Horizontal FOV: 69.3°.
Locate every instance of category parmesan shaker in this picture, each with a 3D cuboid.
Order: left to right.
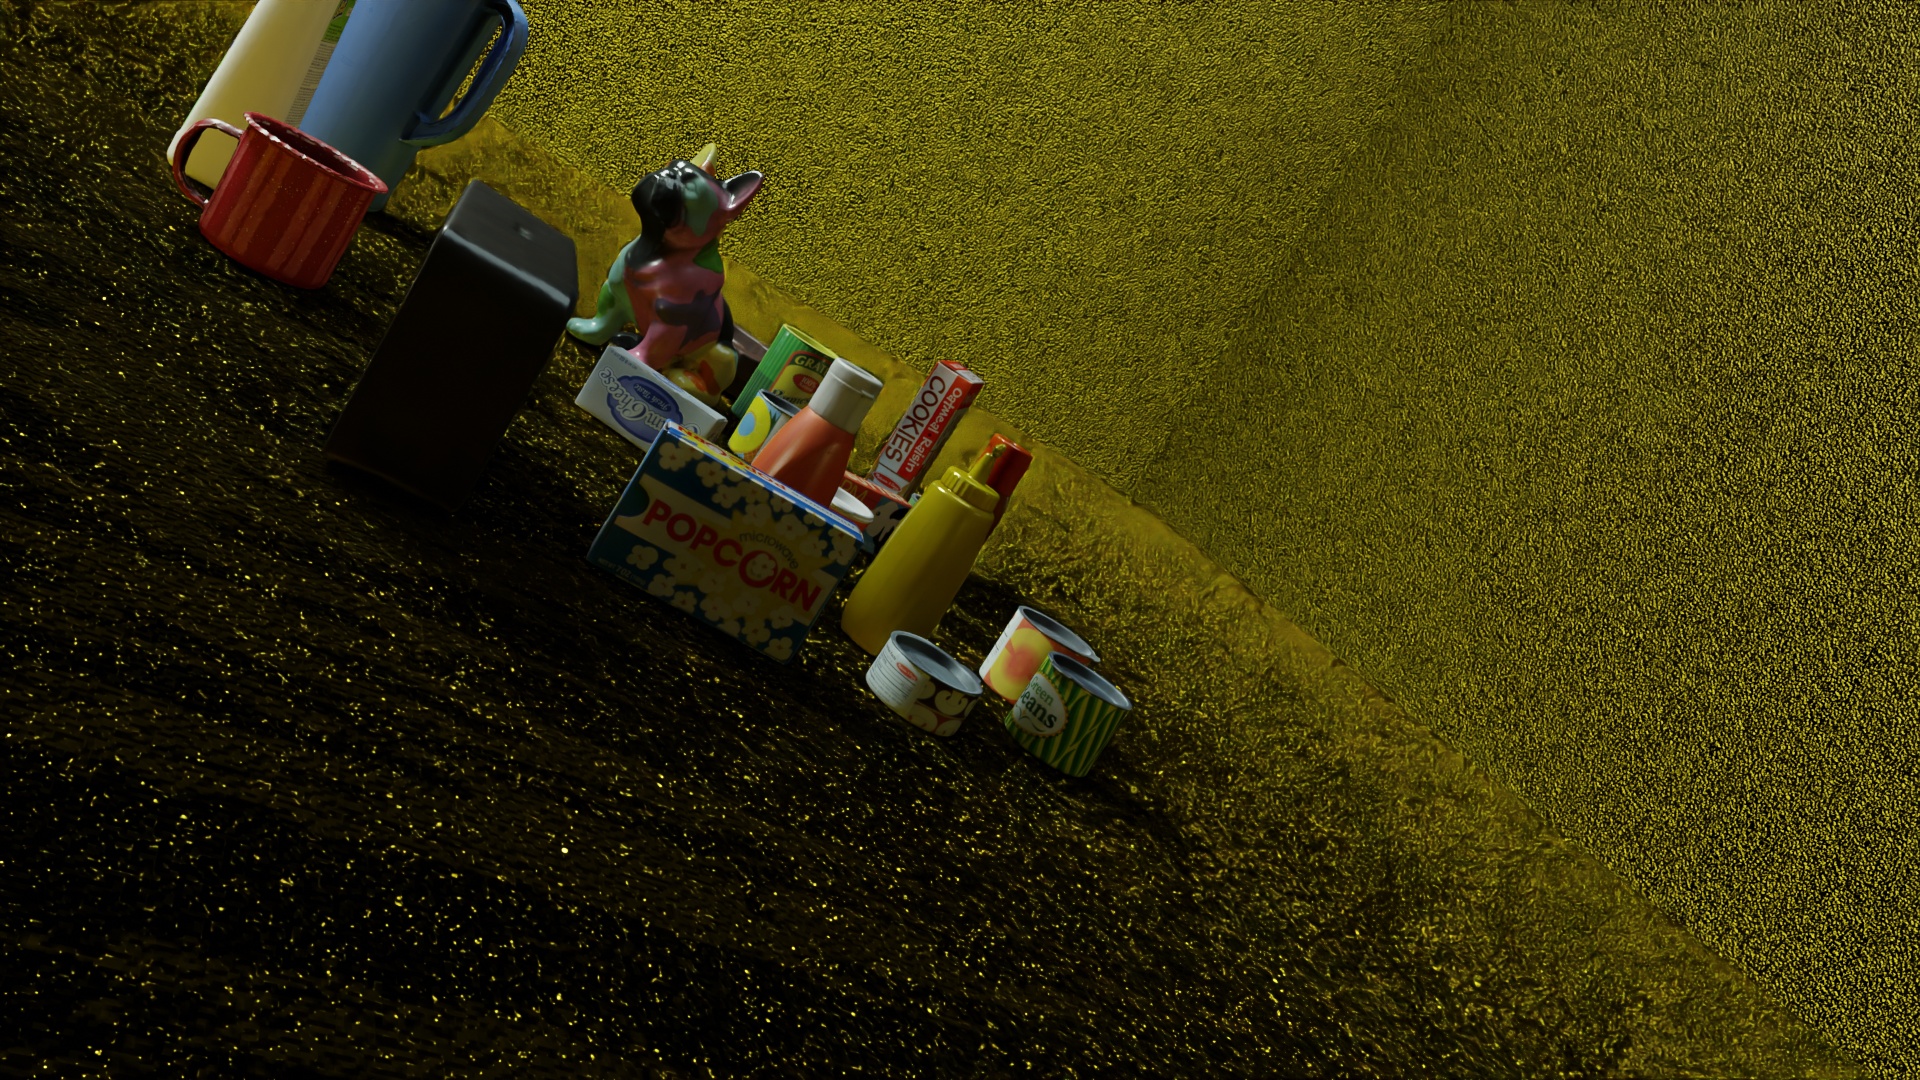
[{"bbox_3d":[-0.175,-0.156,1.404,0.071,0.103,0.071,32,8,-5],"label":"parmesan shaker"}]

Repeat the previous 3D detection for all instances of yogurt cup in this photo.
[{"bbox_3d":[-0.106,-0.013,1.026,0.072,0.054,0.072,32,9,-5],"label":"yogurt cup"}]

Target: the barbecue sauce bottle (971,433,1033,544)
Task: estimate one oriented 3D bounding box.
[{"bbox_3d":[0.004,-0.014,1.107,0.043,0.148,0.065,32,8,-8],"label":"barbecue sauce bottle"}]

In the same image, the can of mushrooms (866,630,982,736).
[{"bbox_3d":[-0.021,0.088,0.845,0.071,0.033,0.071,32,9,-5],"label":"can of mushrooms"}]

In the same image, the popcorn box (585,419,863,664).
[{"bbox_3d":[-0.128,0.001,0.768,0.126,0.085,0.038,30,9,-17],"label":"popcorn box"}]

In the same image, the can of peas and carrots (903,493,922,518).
[{"bbox_3d":[-0.028,0.002,1.201,0.071,0.058,0.071,32,9,-5],"label":"can of peas and carrots"}]

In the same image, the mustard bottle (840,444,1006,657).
[{"bbox_3d":[-0.016,0.003,0.909,0.049,0.160,0.065,37,9,24],"label":"mustard bottle"}]

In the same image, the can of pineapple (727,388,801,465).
[{"bbox_3d":[-0.167,-0.094,1.243,0.071,0.057,0.071,32,9,-5],"label":"can of pineapple"}]

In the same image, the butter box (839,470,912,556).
[{"bbox_3d":[-0.094,-0.028,1.153,0.103,0.053,0.024,26,11,-38],"label":"butter box"}]

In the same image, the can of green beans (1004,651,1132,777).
[{"bbox_3d":[0.072,0.116,0.931,0.071,0.057,0.071,32,9,-5],"label":"can of green beans"}]

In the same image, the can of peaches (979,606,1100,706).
[{"bbox_3d":[0.058,0.091,1.019,0.071,0.058,0.071,32,9,-5],"label":"can of peaches"}]

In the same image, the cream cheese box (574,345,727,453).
[{"bbox_3d":[-0.232,-0.096,1.040,0.104,0.053,0.024,34,8,7],"label":"cream cheese box"}]

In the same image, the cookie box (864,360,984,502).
[{"bbox_3d":[-0.042,-0.087,1.283,0.040,0.167,0.123,33,8,1],"label":"cookie box"}]

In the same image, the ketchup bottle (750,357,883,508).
[{"bbox_3d":[-0.104,-0.048,0.916,0.064,0.148,0.043,24,12,-48],"label":"ketchup bottle"}]
